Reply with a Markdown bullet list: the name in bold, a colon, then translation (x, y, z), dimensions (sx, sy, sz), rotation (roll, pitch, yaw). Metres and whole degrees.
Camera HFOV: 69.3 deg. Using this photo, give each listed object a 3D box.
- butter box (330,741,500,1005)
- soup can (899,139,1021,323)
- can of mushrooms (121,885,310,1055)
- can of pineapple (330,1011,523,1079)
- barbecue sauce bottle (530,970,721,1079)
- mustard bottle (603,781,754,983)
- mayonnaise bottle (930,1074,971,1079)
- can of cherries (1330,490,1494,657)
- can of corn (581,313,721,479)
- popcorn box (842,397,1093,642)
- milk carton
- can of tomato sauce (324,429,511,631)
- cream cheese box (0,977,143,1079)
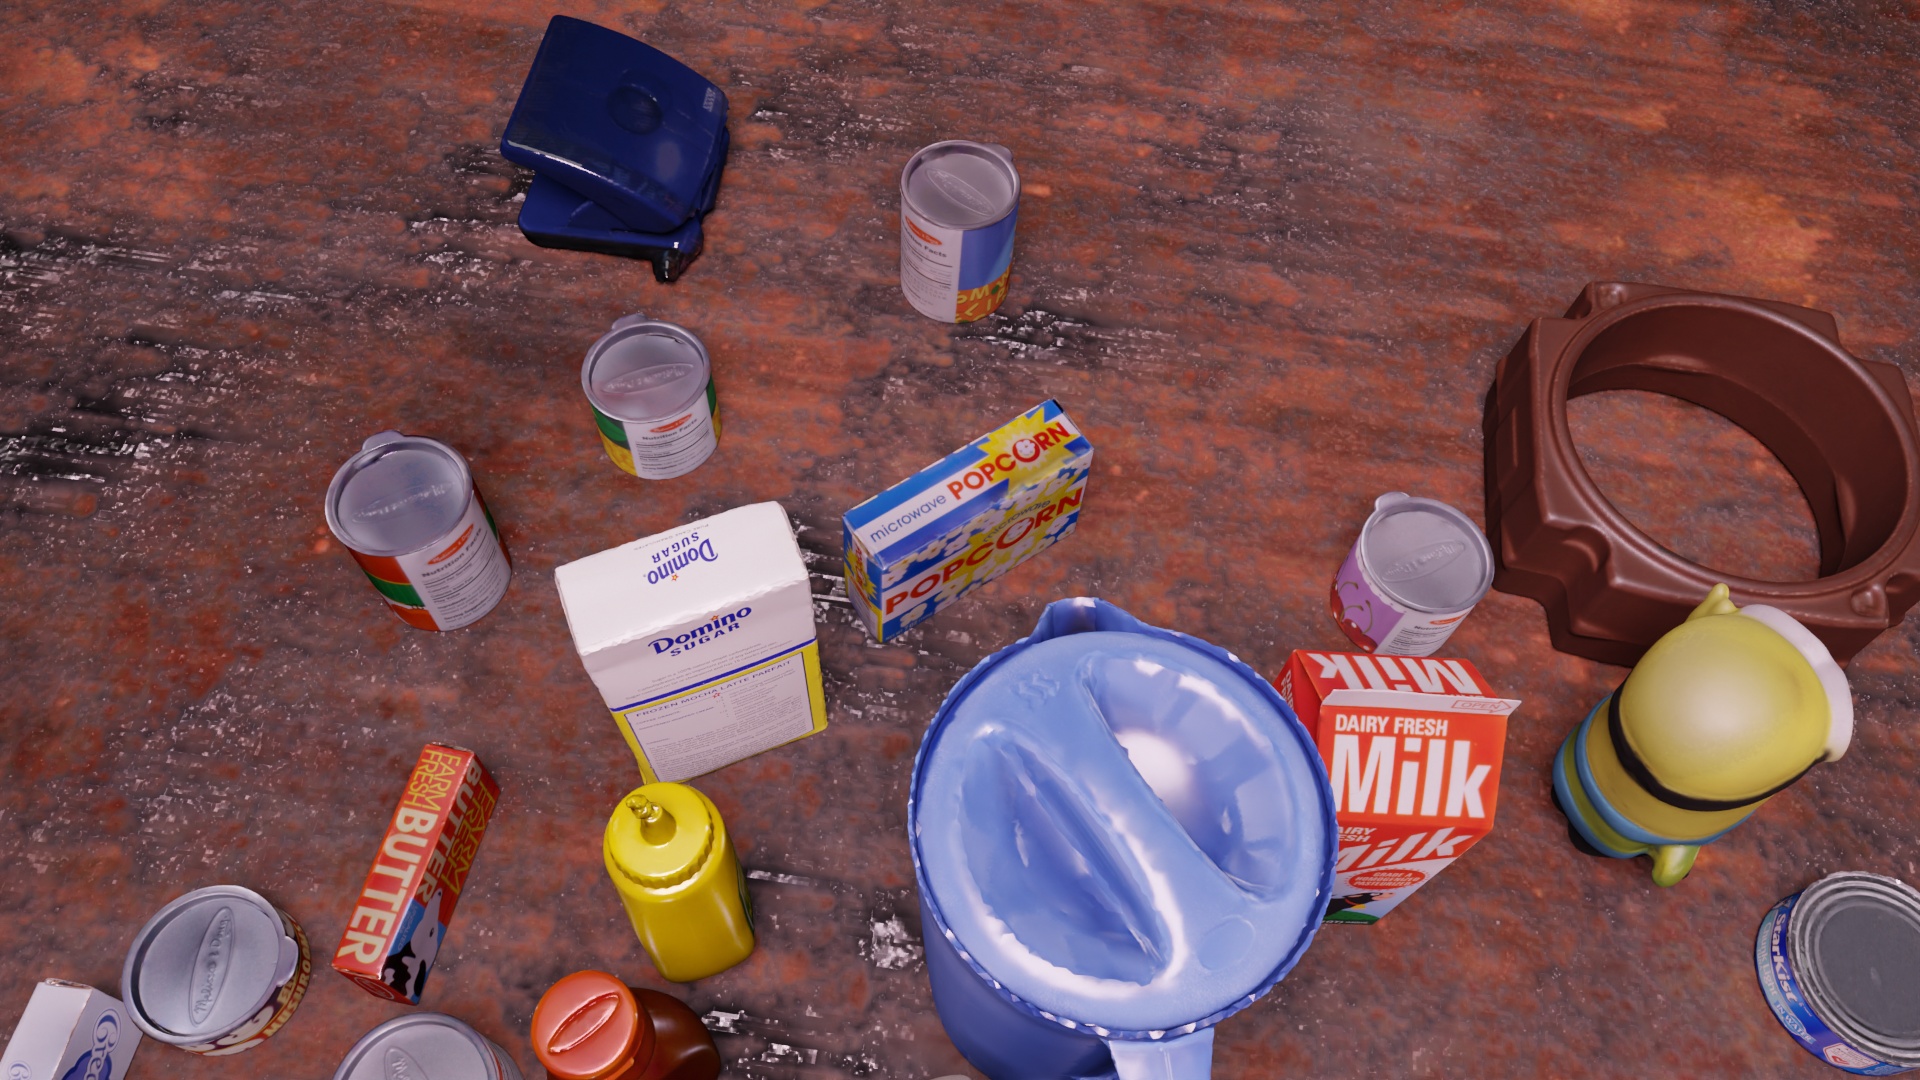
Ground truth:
- **butter box**: translation (-0.239, 0.147, 0.615), dimensions (0.024, 0.053, 0.104), rotation (11, 60, 4)
- **soup can**: translation (0.000, -0.176, 0.794), dimensions (0.071, 0.083, 0.071), rotation (1, 60, -2)
- **can of mushrooms**: translation (-0.317, 0.186, 0.599), dimensions (0.071, 0.033, 0.071), rotation (1, 60, -2)
- **can of pineapple**: translation (-0.217, 0.231, 0.564), dimensions (0.071, 0.057, 0.071), rotation (1, 60, -2)
- **barbecue sauce bottle**: translation (-0.130, 0.200, 0.535), dimensions (0.065, 0.147, 0.044), rotation (-36, 68, -20)
- **mustard bottle**: translation (-0.115, 0.134, 0.566), dimensions (0.049, 0.159, 0.065), rotation (-17, 63, -12)
- **mayonnaise bottle**: translation (-0.002, 0.233, 0.522), dimensions (0.041, 0.147, 0.065), rotation (-20, 63, -13)
- **can of cherries**: translation (0.228, 0.018, 0.709), dimensions (0.071, 0.058, 0.072), rotation (1, 60, -2)
- **can of corn**: translation (-0.164, -0.076, 0.743), dimensions (0.071, 0.058, 0.071), rotation (1, 60, -2)
- **popcorn box**: translation (0.002, -0.009, 0.697), dimensions (0.127, 0.084, 0.038), rotation (-30, 66, -18)
- **milk carton**: translation (0.164, 0.101, 0.582), dimensions (0.072, 0.189, 0.074), rotation (3, 60, -1)
- **can of tomato sauce**: translation (-0.264, -0.003, 0.682), dimensions (0.071, 0.082, 0.071), rotation (1, 60, -2)
- **cream cheese box**: translation (-0.369, 0.235, 0.557), dimensions (0.024, 0.053, 0.104), rotation (8, 60, 2)
